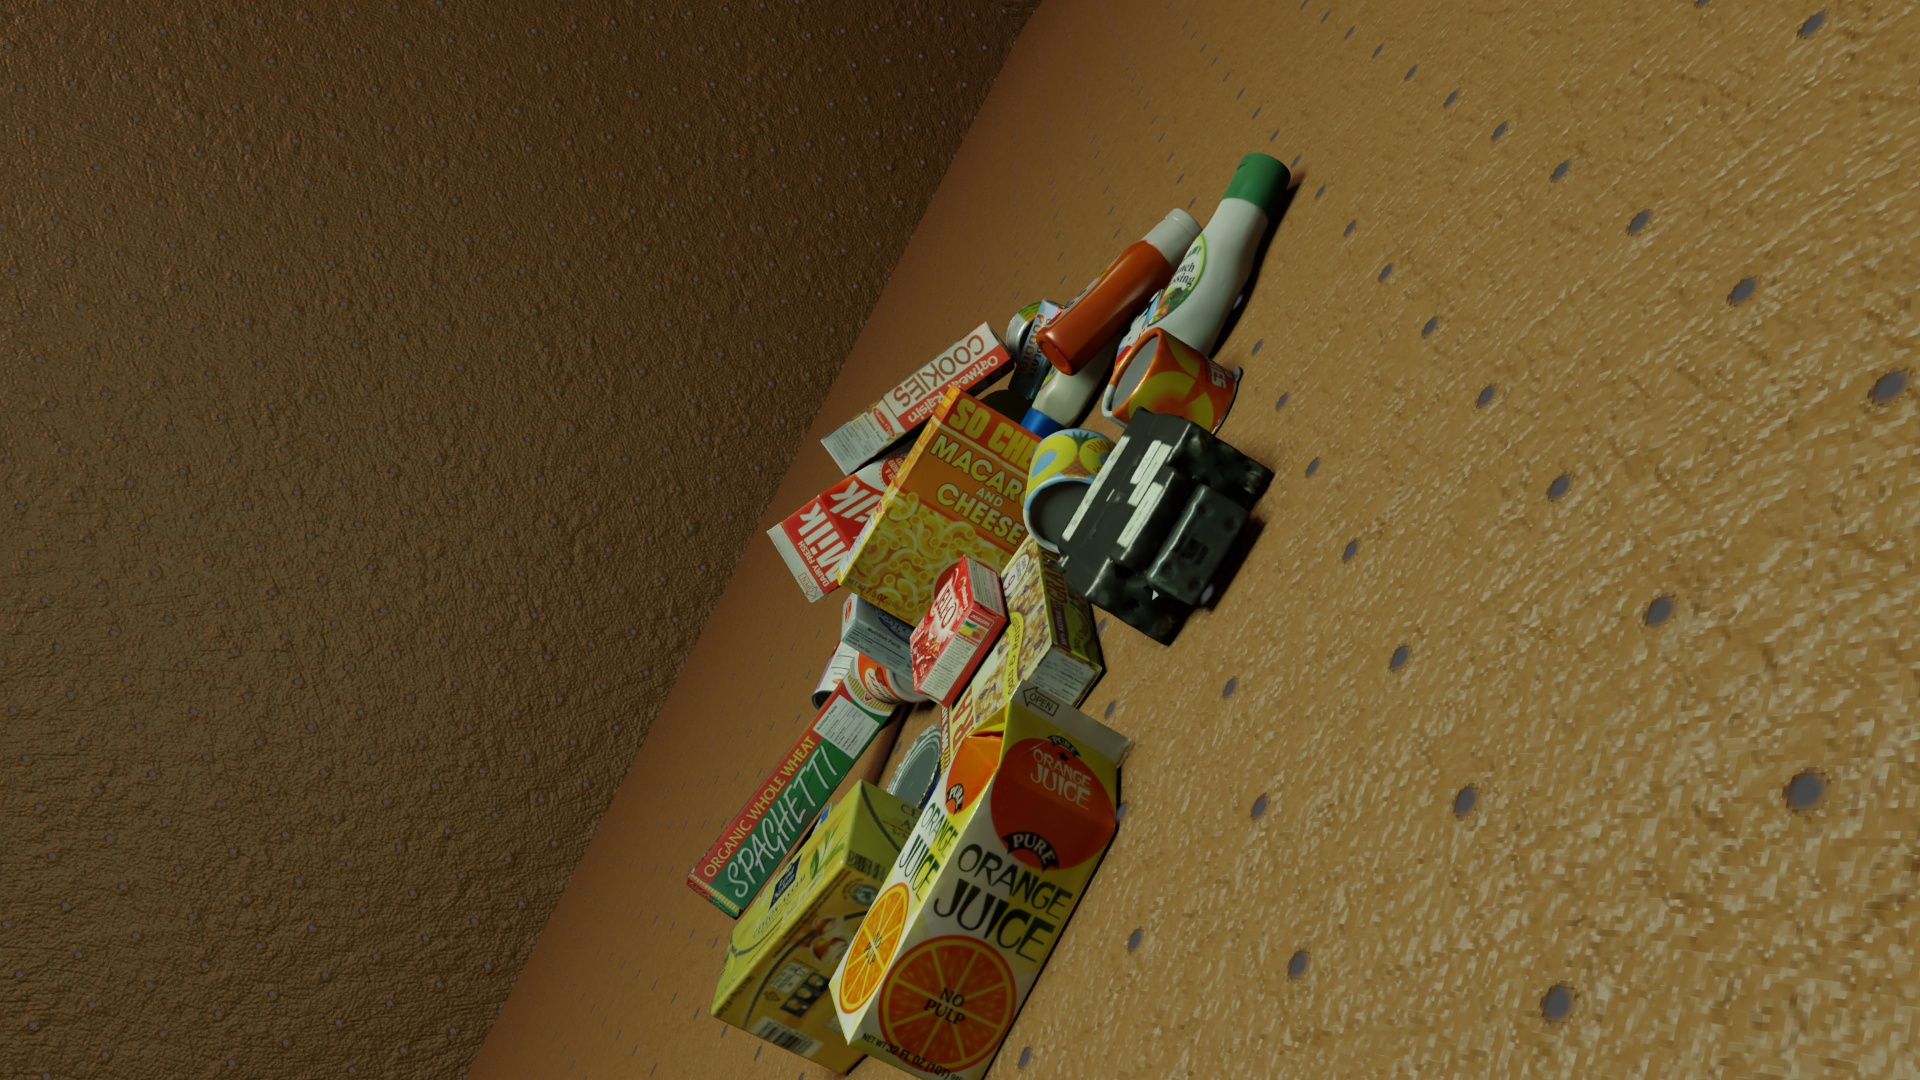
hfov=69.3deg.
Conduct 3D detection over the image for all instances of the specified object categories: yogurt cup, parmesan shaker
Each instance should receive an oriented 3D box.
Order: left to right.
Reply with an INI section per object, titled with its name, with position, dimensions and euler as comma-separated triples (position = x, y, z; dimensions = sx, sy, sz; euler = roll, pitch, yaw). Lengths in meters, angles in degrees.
[yogurt cup]
position = -0.043, 0.098, 1.095
dimensions = 0.072, 0.072, 0.054
euler = -63, 21, -12
[parmesan shaker]
position = 0.025, -0.096, 1.239
dimensions = 0.071, 0.071, 0.103
euler = -62, 13, -10

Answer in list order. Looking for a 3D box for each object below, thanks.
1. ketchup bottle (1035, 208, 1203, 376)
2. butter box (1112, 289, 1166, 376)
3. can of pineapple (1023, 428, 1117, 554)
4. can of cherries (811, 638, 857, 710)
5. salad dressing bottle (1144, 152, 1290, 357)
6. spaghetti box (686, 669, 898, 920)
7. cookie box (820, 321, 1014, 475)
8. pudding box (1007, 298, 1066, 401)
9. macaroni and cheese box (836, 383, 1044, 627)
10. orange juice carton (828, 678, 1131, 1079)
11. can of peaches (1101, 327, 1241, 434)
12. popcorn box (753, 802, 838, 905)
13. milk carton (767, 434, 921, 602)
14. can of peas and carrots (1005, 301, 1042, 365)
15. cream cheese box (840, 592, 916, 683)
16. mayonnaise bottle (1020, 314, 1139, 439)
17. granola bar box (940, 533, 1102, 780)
[ketchup bottle]
position = 0.124, -0.191, 1.065
dimensions = 0.149, 0.043, 0.064
euler = -44, -2, -3
[butter box]
position = 0.135, -0.134, 1.012
dimensions = 0.053, 0.024, 0.104
euler = -49, 16, 42
[can of pineapple]
position = 0.078, -0.032, 0.917
dimensions = 0.070, 0.071, 0.058
euler = -51, 16, 34
[can of cherries]
position = -0.087, 0.125, 1.197
dimensions = 0.071, 0.071, 0.059
euler = -40, 24, 56
[salad dressing bottle]
position = 0.176, -0.191, 0.939
dimensions = 0.148, 0.044, 0.064
euler = -62, 12, -9
[spaghetti box]
position = -0.120, 0.184, 1.089
dimensions = 0.251, 0.050, 0.028
euler = -52, -5, -34
[cookie box]
position = -0.031, -0.117, 1.179
dimensions = 0.167, 0.040, 0.123
euler = -35, 1, 4
[pudding box]
position = 0.079, -0.157, 1.175
dimensions = 0.030, 0.050, 0.083
euler = 32, 106, 41
[macaroni and cheese box]
position = 0.004, -0.013, 1.022
dimensions = 0.166, 0.123, 0.040
euler = -58, 14, 6
[orange juice carton]
position = 0.014, 0.170, 0.705
dimensions = 0.192, 0.072, 0.073
euler = -61, 14, -3
[can of peaches]
position = 0.131, -0.093, 0.866
dimensions = 0.071, 0.058, 0.071
euler = -56, 13, 21
[popcorn box]
position = -0.119, 0.272, 1.052
dimensions = 0.126, 0.038, 0.085
euler = -55, 14, 23
[milk carton]
position = -0.064, -0.025, 1.159
dimensions = 0.191, 0.072, 0.073
euler = -32, -2, -23
[can of peas and carrots]
position = 0.079, -0.175, 1.229
dimensions = 0.071, 0.071, 0.059
euler = -58, 14, 11
[cream cheese box]
position = -0.041, 0.079, 1.034
dimensions = 0.024, 0.104, 0.053
euler = -53, 15, 20
[mayonnaise bottle]
position = 0.091, -0.131, 1.131
dimensions = 0.148, 0.041, 0.065
euler = -59, 6, 2
[granola bar box]
position = 0.034, 0.081, 0.892
dimensions = 0.123, 0.039, 0.166
euler = -55, 14, 19
